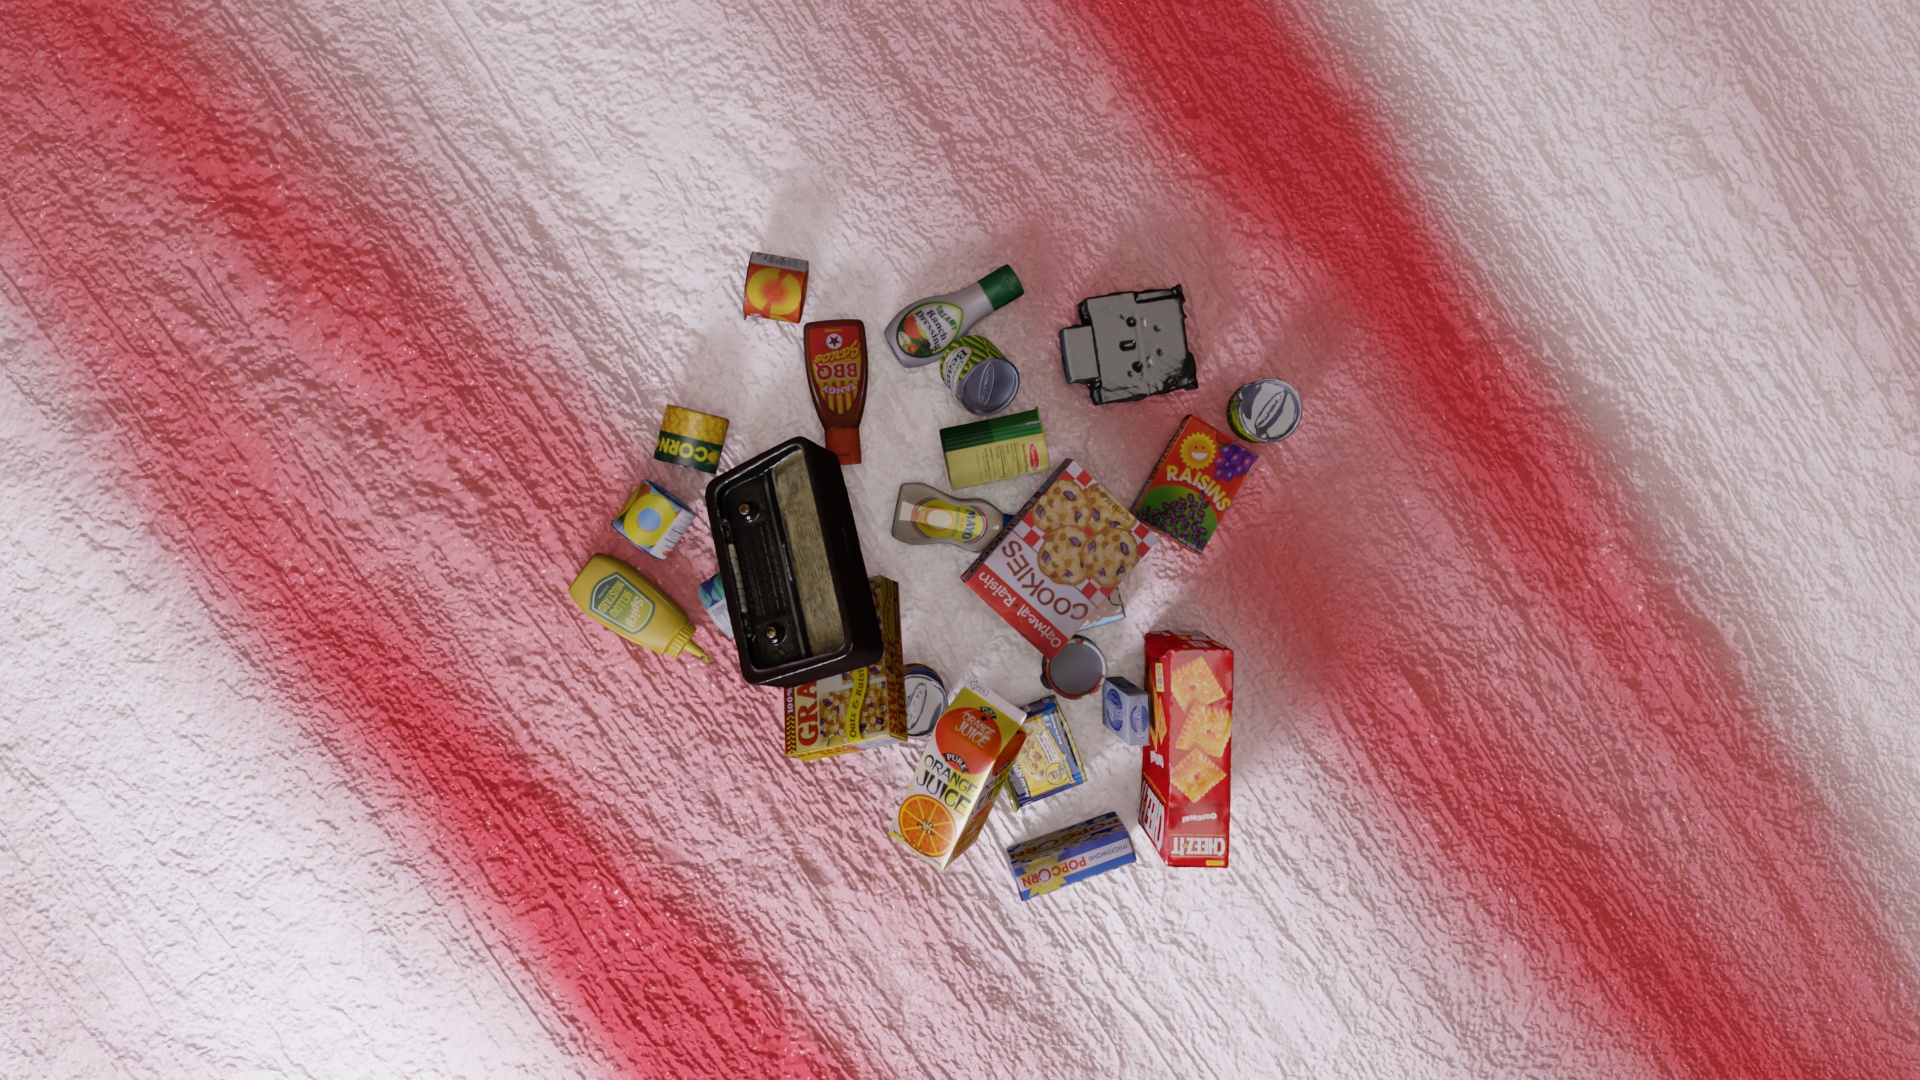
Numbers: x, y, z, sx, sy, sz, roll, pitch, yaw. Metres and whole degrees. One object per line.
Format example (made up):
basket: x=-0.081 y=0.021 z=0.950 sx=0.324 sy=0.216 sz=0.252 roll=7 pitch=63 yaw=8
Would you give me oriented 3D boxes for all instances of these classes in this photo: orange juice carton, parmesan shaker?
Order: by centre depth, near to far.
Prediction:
orange juice carton: x=0.004 y=0.229 z=1.396 sx=0.072 sy=0.073 sz=0.191 roll=32 pitch=117 yaw=18
parmesan shaker: x=0.034 y=-0.096 z=1.430 sx=0.103 sy=0.071 sz=0.071 roll=-11 pitch=94 yaw=-2

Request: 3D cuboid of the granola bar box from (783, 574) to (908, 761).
granola bar box: x=-0.119 y=0.128 z=1.390 sx=0.124 sy=0.039 sz=0.166 roll=-15 pitch=67 yaw=25

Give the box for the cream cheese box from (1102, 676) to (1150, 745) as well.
cream cheese box: x=0.170 y=0.175 z=1.432 sx=0.024 sy=0.104 sz=0.053 roll=-2 pitch=95 yaw=-9

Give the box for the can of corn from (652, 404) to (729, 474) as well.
can of corn: x=-0.274 y=-0.103 z=1.410 sx=0.071 sy=0.071 sz=0.058 roll=14 pitch=91 yaw=-4

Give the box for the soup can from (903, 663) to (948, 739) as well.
soup can: x=-0.049 y=0.163 z=1.428 sx=0.071 sy=0.084 sz=0.071 roll=0 pitch=93 yaw=-3

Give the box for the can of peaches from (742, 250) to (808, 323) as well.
can of peaches: x=-0.187 y=-0.254 z=1.411 sx=0.058 sy=0.071 sz=0.071 roll=8 pitch=92 yaw=-4

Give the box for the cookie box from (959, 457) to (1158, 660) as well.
cookie box: x=0.100 y=0.019 z=1.416 sx=0.123 sy=0.040 sz=0.167 roll=42 pitch=88 yaw=-10

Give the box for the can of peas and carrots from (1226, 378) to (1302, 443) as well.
can of peas and carrots: x=0.314 y=-0.136 z=1.449 sx=0.071 sy=0.059 sz=0.071 roll=0 pitch=92 yaw=-3

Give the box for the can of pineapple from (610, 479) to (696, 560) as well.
can of pineapple: x=-0.313 y=-0.023 z=1.413 sx=0.071 sy=0.071 sz=0.058 roll=36 pitch=90 yaw=-4

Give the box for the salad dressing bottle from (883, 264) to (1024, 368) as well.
salad dressing bottle: x=-0.006 y=-0.234 z=1.433 sx=0.148 sy=0.044 sz=0.064 roll=-31 pitch=97 yaw=-2

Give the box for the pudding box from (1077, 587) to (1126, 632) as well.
pudding box: x=0.127 y=0.070 z=1.462 sx=0.084 sy=0.030 sz=0.049 roll=-17 pitch=93 yaw=-3

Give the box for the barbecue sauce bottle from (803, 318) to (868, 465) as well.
barbecue sauce bottle: x=-0.125 y=-0.152 z=1.430 sx=0.065 sy=0.043 sz=0.148 roll=-4 pitch=93 yaw=-5

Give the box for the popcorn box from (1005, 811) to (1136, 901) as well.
popcorn box: x=0.114 y=0.327 z=1.445 sx=0.127 sy=0.085 sz=0.038 roll=-19 pitch=93 yaw=-2

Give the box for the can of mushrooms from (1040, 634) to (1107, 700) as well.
can of mushrooms: x=0.118 y=0.135 z=1.463 sx=0.071 sy=0.033 sz=0.071 roll=0 pitch=93 yaw=-4

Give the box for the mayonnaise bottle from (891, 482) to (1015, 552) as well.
mayonnaise bottle: x=0.005 y=-0.018 z=1.445 sx=0.148 sy=0.041 sz=0.064 roll=11 pitch=92 yaw=-4

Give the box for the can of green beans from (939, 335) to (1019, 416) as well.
can of green beans: x=0.019 y=-0.169 z=1.418 sx=0.071 sy=0.058 sz=0.071 roll=-14 pitch=127 yaw=-19

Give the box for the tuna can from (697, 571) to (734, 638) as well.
tuna can: x=-0.238 y=0.063 z=1.423 sx=0.033 sy=0.071 sz=0.071 roll=-33 pitch=94 yaw=4

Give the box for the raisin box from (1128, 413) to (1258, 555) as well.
raisin box: x=0.243 y=-0.059 z=1.459 sx=0.086 sy=0.040 sz=0.123 roll=31 pitch=90 yaw=-3

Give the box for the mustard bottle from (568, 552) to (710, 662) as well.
mustard bottle: x=-0.322 y=0.077 z=1.426 sx=0.160 sy=0.049 sz=0.065 roll=34 pitch=92 yaw=-4
